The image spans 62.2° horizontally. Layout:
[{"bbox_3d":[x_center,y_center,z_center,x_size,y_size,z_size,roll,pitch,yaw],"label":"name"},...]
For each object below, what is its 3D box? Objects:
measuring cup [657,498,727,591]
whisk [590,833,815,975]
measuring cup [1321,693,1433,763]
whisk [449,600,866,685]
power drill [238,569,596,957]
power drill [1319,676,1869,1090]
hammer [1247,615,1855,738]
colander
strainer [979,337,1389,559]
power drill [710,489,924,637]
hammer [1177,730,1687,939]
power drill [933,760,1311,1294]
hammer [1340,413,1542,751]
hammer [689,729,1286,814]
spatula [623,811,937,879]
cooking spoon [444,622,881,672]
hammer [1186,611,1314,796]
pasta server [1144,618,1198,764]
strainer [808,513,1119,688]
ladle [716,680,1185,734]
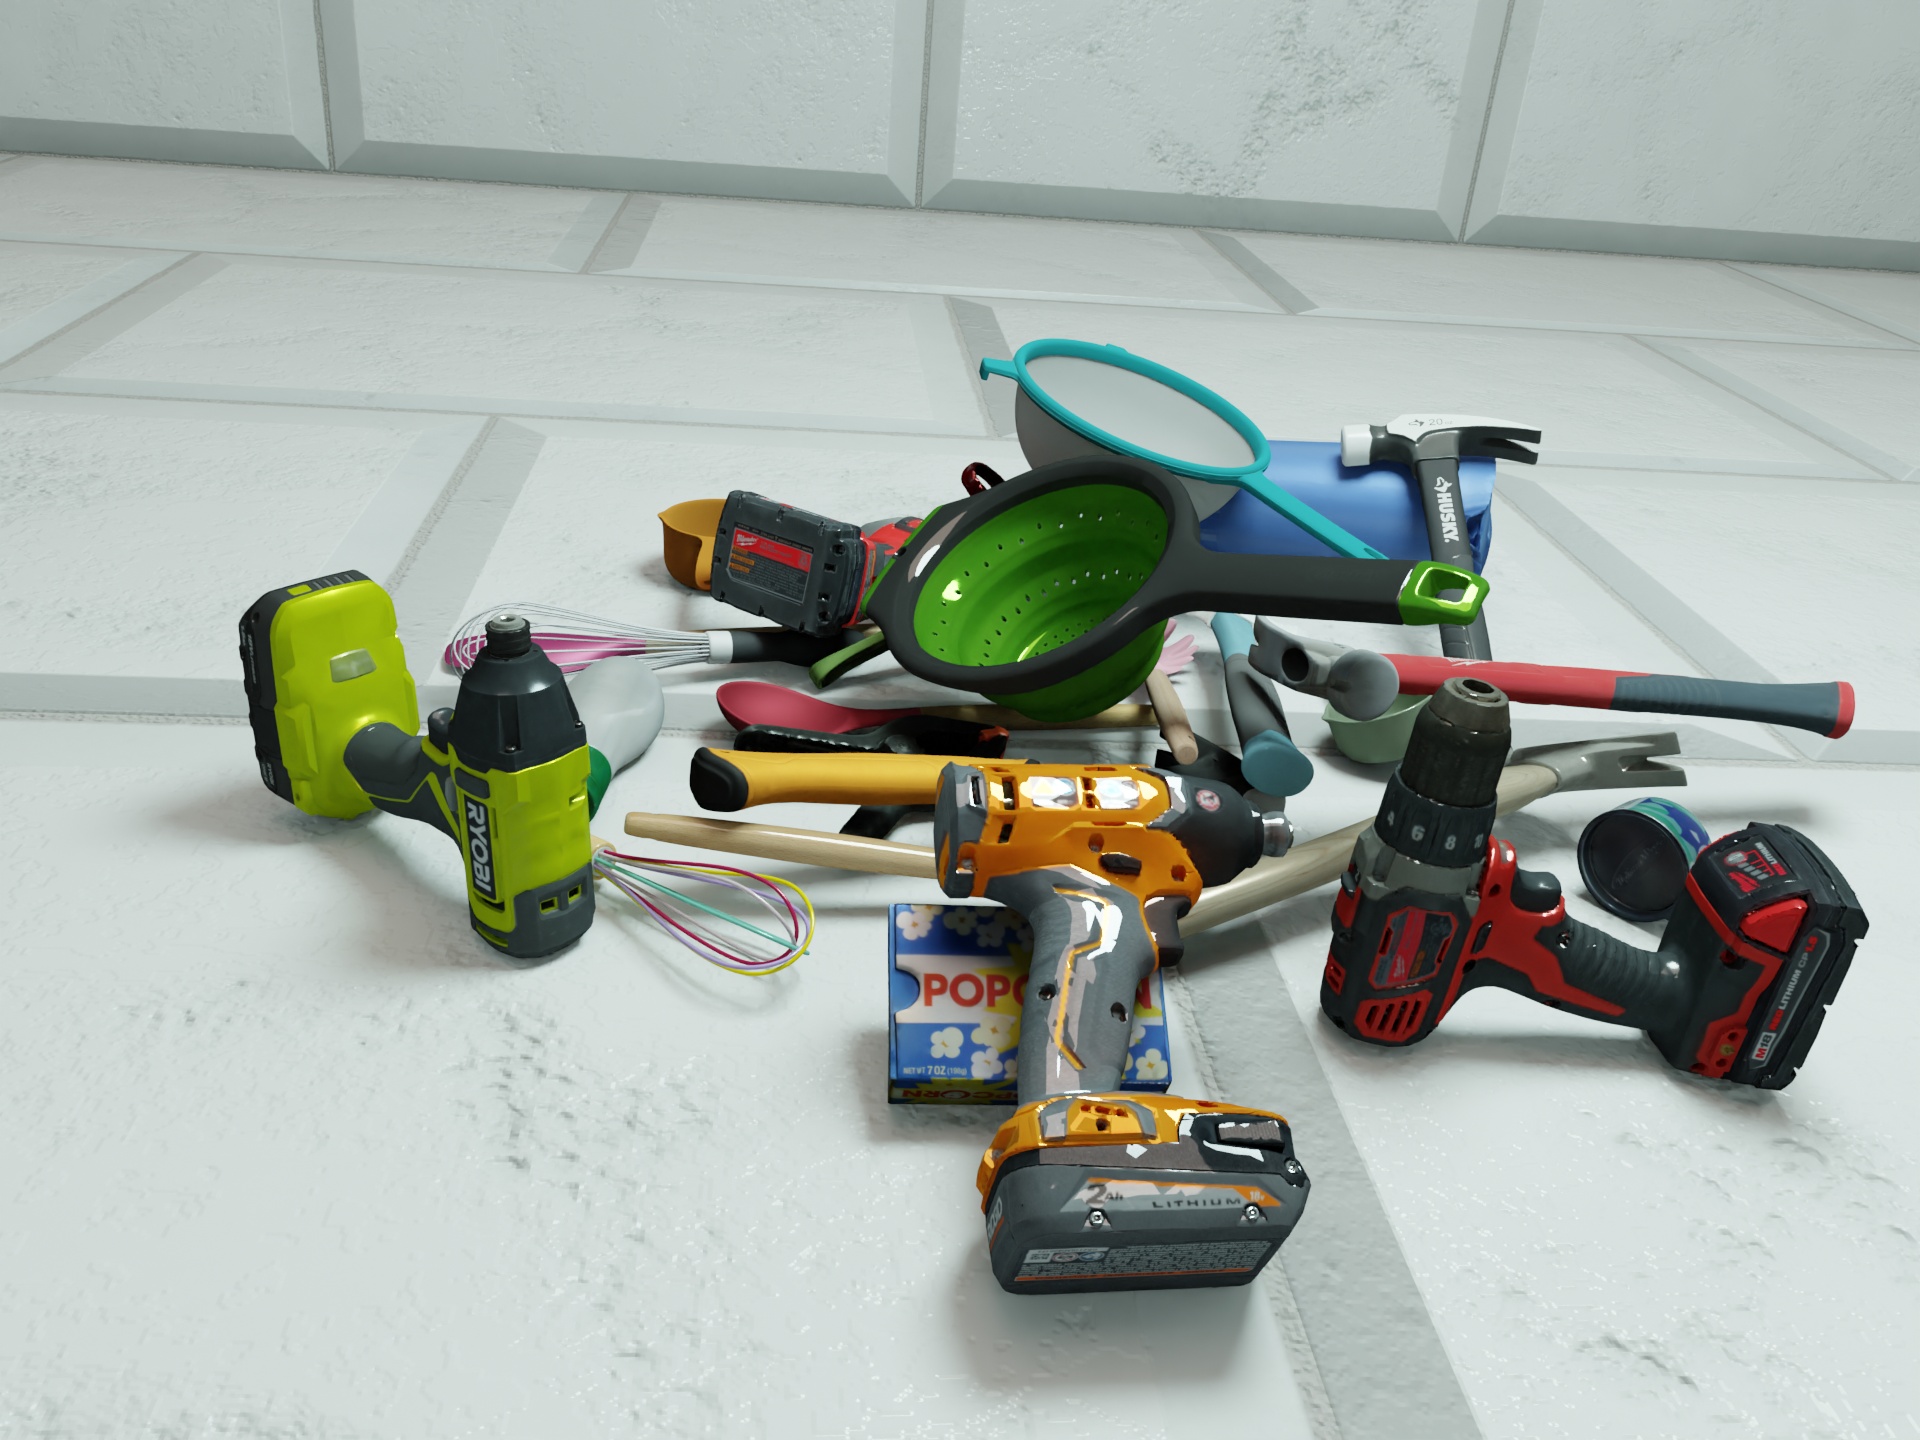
[{"bbox_3d":[-0.185,-0.114,1.201,0.095,0.052,0.174,2,29,-5],"label":"measuring cup"},{"bbox_3d":[-0.170,0.078,0.835,0.245,0.047,0.051,18,2,33],"label":"whisk"},{"bbox_3d":[0.279,-0.011,1.088,0.083,0.038,0.168,-21,14,2],"label":"measuring cup"},{"bbox_3d":[-0.194,-0.049,1.067,0.284,0.070,0.070,-3,27,-24],"label":"whisk"},{"bbox_3d":[-0.277,0.006,0.823,0.223,0.171,0.080,21,30,35],"label":"power drill"},{"bbox_3d":[0.297,0.079,0.757,0.226,0.187,0.080,9,26,-2],"label":"power drill"},{"bbox_3d":[0.369,-0.024,0.968,0.386,0.038,0.143,4,14,-16],"label":"hammer"},{"bbox_3d":[0.123,-0.057,0.939,0.397,0.094,0.204,8,52,40],"label":"colander"},{"bbox_3d":[0.172,-0.171,1.208,0.341,0.095,0.211,39,34,23],"label":"strainer"},{"bbox_3d":[-0.073,-0.117,1.162,0.143,0.078,0.219,21,16,30],"label":"power drill"},{"bbox_3d":[0.211,0.072,0.864,0.410,0.038,0.146,-16,3,-28],"label":"hammer"},{"bbox_3d":[0.077,0.115,0.671,0.164,0.084,0.227,0,52,-8],"label":"power drill"},{"bbox_3d":[0.360,-0.102,1.140,0.146,0.035,0.335,-2,50,9],"label":"hammer"},{"bbox_3d":[0.012,0.030,0.899,0.336,0.034,0.127,1,17,-25],"label":"hammer"},{"bbox_3d":[-0.017,0.065,0.849,0.317,0.044,0.082,8,-1,-12],"label":"spatula"},{"bbox_3d":[-0.196,-0.055,1.117,0.318,0.017,0.069,-3,26,-14],"label":"cooking spoon"},{"bbox_3d":[0.186,-0.028,1.024,0.128,0.033,0.331,28,20,-6],"label":"hammer"},{"bbox_3d":[0.134,-0.027,1.030,0.060,0.040,0.316,36,13,-7],"label":"pasta server"},{"bbox_3d":[0.020,-0.065,1.110,0.256,0.151,0.069,-27,71,-18],"label":"strainer"},{"bbox_3d":[-0.002,-0.003,1.040,0.315,0.031,0.069,0,30,-14],"label":"ladle"}]
